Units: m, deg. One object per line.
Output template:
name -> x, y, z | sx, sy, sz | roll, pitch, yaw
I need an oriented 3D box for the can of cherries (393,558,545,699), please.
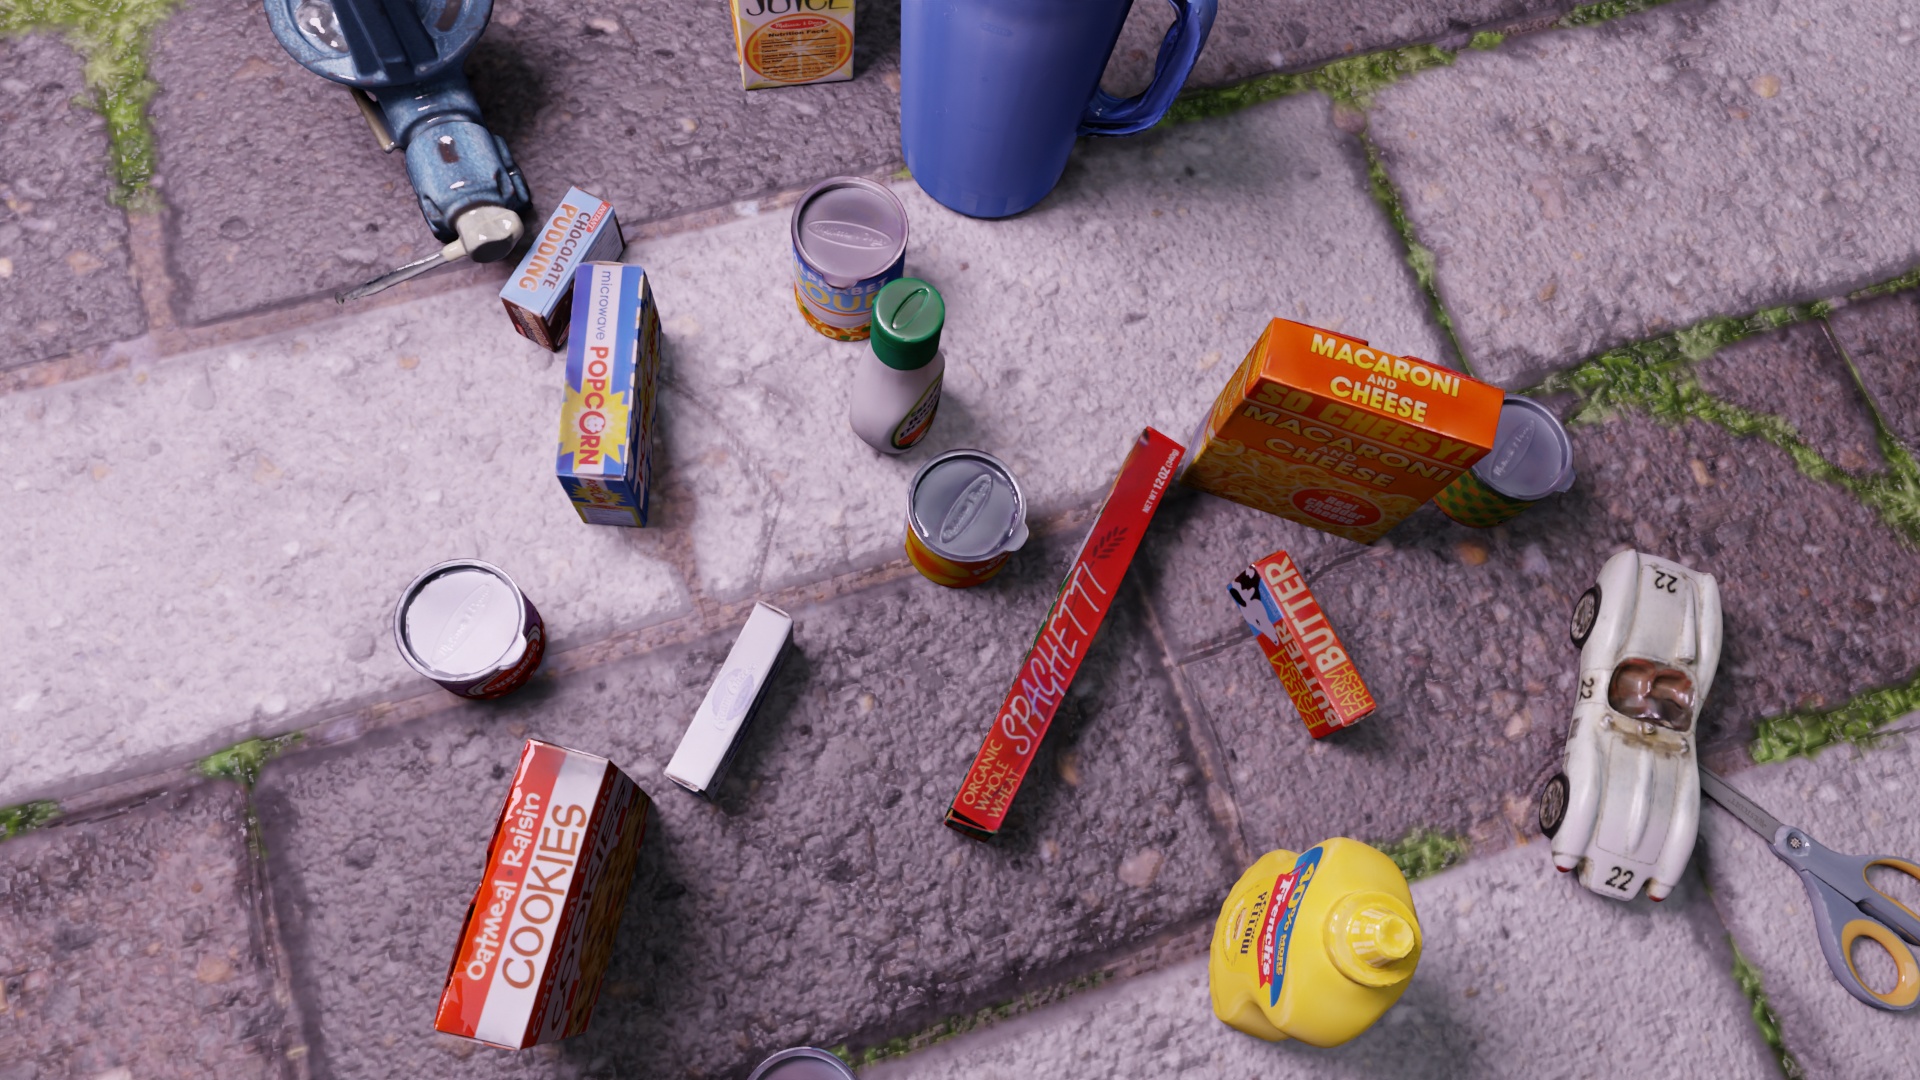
can of cherries -> -0.259, 0.051, 0.742 | 0.071, 0.058, 0.071 | 2, 73, -5

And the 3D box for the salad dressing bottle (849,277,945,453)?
salad dressing bottle -> -0.033, -0.094, 0.763 | 0.044, 0.147, 0.064 | 36, 73, 6

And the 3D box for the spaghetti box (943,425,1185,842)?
spaghetti box -> 0.059, 0.051, 0.777 | 0.029, 0.050, 0.251 | 27, 72, 3

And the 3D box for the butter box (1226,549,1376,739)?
butter box -> 0.192, 0.059, 0.786 | 0.024, 0.053, 0.103 | -25, 77, -12

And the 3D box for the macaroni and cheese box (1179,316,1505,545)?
macaroni and cheese box -> 0.201, -0.056, 0.764 | 0.124, 0.166, 0.040 | 18, 72, 0

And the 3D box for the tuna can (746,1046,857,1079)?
tuna can -> -0.078, 0.291, 0.697 | 0.071, 0.032, 0.071 | 2, 73, -5

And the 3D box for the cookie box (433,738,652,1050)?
cookie box -> -0.190, 0.169, 0.654 | 0.040, 0.167, 0.123 | 13, 72, -1

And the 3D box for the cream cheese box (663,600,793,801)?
cream cheese box -> -0.122, 0.087, 0.746 | 0.024, 0.053, 0.104 | 26, 72, 3

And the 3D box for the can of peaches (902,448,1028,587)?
can of peaches -> 0.003, -0.010, 0.787 | 0.071, 0.058, 0.071 | 2, 73, -5

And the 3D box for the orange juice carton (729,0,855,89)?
orange juice carton -> -0.102, -0.353, 0.814 | 0.073, 0.192, 0.072 | -9, 74, -8

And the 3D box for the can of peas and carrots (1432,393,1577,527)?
can of peas and carrots -> 0.322, -0.045, 0.829 | 0.071, 0.058, 0.071 | 2, 73, -5

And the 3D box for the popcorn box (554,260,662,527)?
popcorn box -> -0.194, -0.080, 0.776 | 0.038, 0.085, 0.127 | 2, 73, -5

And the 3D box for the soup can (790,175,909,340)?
soup can -> -0.066, -0.161, 0.814 | 0.071, 0.083, 0.071 | 2, 73, -5

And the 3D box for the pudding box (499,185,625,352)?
pudding box -> -0.232, -0.159, 0.815 | 0.030, 0.049, 0.084 | 26, 72, 3
